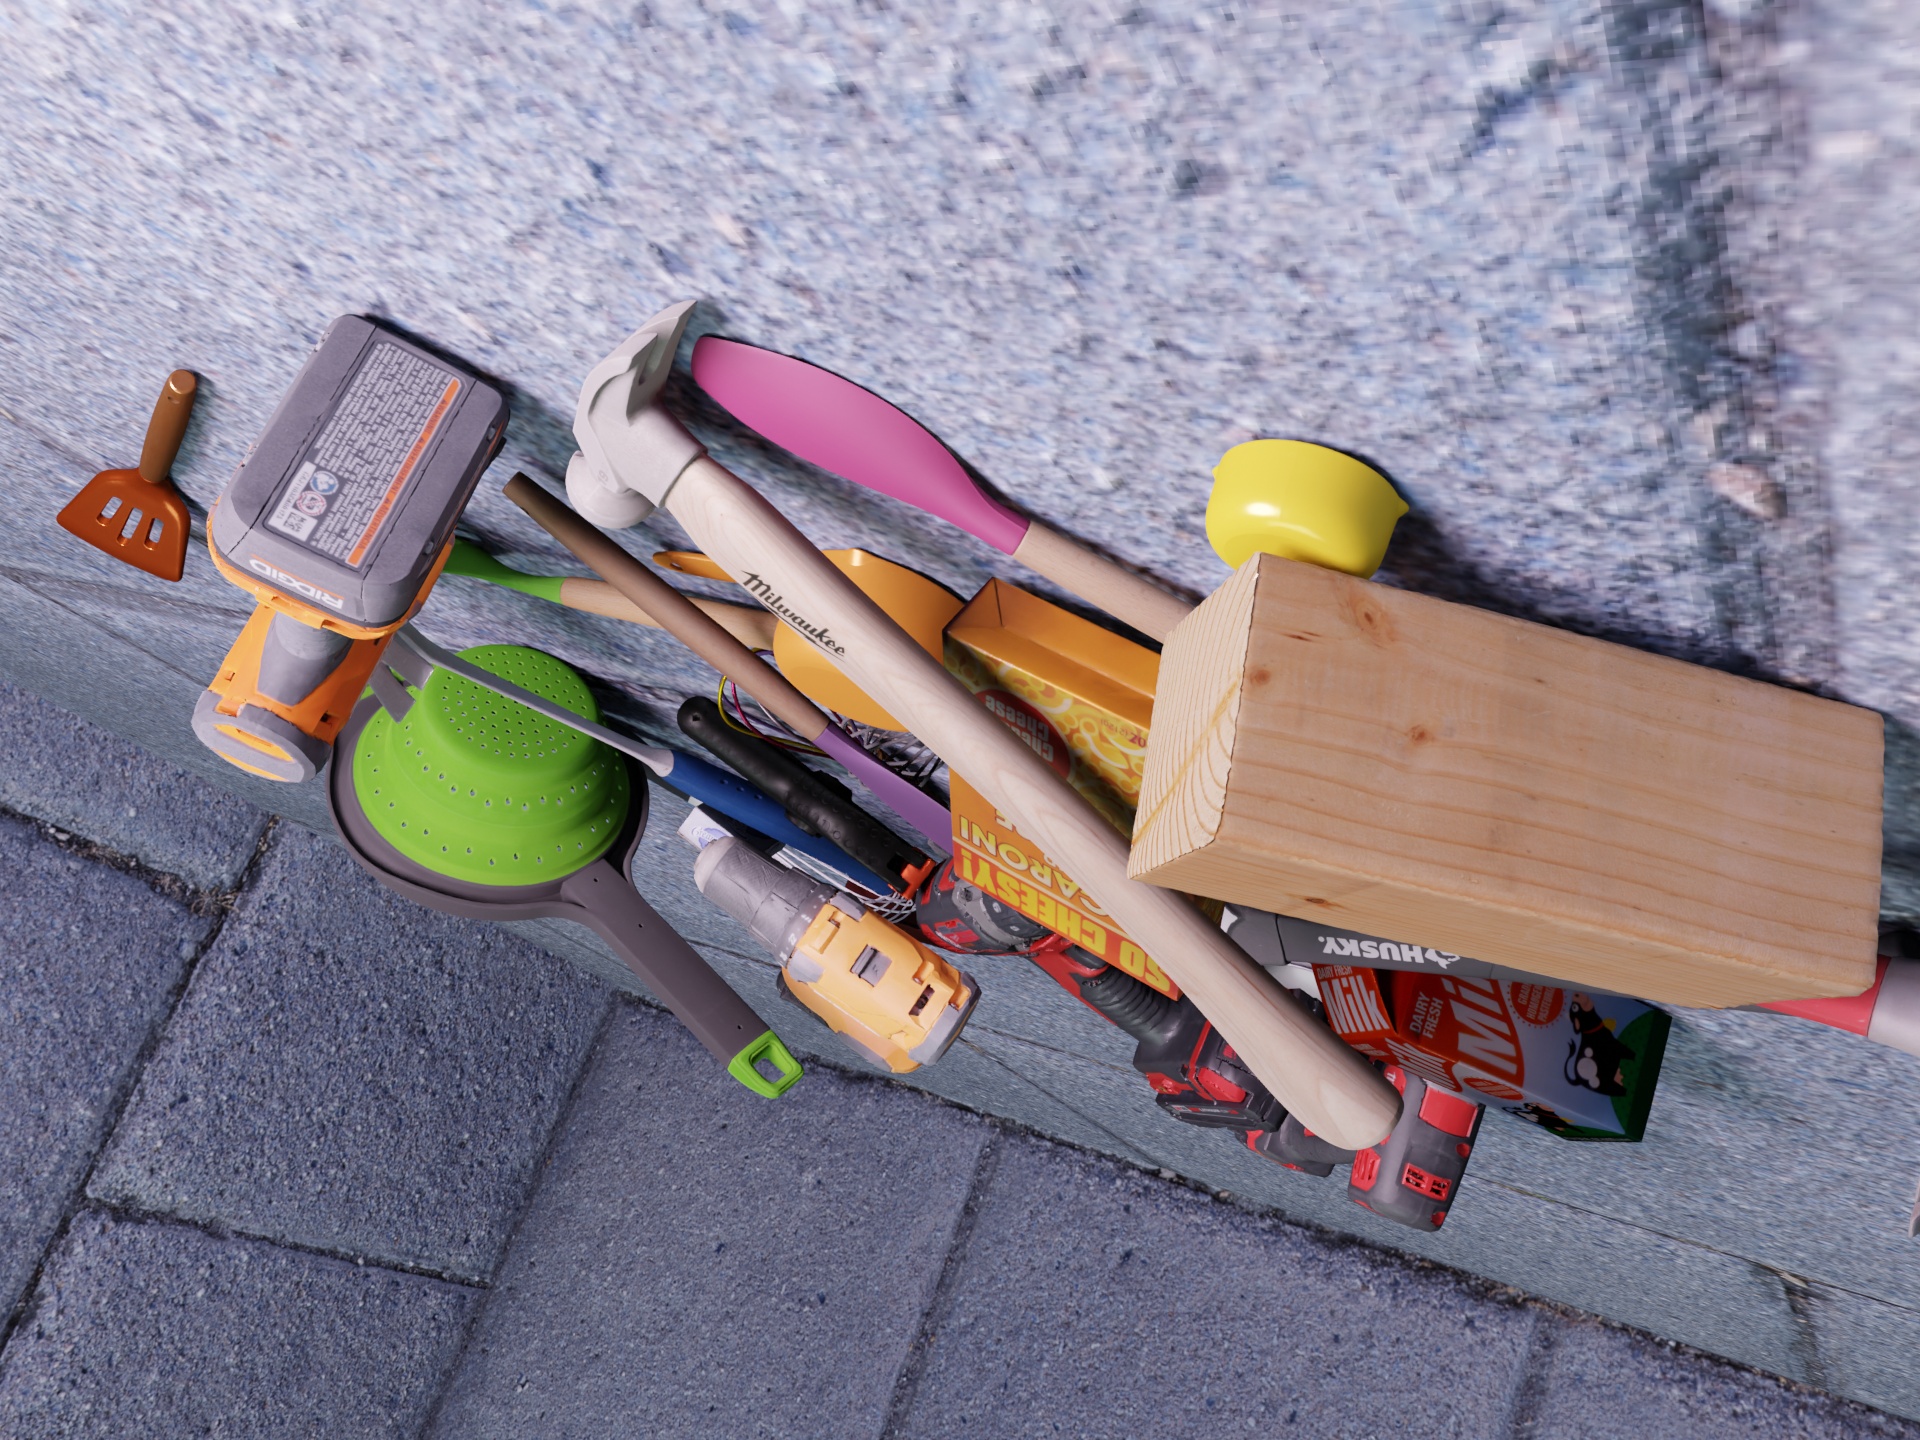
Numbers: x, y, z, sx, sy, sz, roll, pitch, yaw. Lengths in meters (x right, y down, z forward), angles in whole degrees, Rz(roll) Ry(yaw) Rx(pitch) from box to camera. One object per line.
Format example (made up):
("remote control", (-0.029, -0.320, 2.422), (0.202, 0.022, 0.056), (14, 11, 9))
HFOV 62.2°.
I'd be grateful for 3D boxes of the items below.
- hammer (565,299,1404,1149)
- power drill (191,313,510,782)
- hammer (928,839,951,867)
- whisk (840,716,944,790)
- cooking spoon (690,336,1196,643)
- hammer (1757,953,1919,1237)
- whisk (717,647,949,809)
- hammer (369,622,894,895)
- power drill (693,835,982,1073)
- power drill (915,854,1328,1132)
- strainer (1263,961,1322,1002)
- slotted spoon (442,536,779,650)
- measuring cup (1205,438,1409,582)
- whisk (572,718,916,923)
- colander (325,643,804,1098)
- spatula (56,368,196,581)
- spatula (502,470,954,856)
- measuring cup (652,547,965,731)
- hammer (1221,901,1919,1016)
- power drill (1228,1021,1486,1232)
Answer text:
("hammer", (0.018, 0.016, 0.596), (0.410, 0.038, 0.146), (43, 158, -6))
("power drill", (-0.270, -0.079, 0.706), (0.084, 0.164, 0.226), (27, 150, -16))
("hammer", (0.043, 0.076, 0.962), (0.128, 0.033, 0.331), (20, 163, 2))
("whisk", (-0.001, -0.001, 0.763), (0.055, 0.055, 0.239), (28, 158, -19))
("cooking spoon", (0.044, -0.054, 0.580), (0.319, 0.017, 0.068), (28, 162, -7))
("hammer", (0.196, 0.074, 0.636), (0.386, 0.143, 0.038), (15, 134, 35))
("whisk", (-0.067, 0.017, 0.902), (0.051, 0.047, 0.244), (10, 163, 29))
("hammer", (-0.187, 0.025, 0.962), (0.405, 0.035, 0.144), (30, -170, -37))
("power drill", (-0.078, 0.149, 1.009), (0.185, 0.084, 0.226), (33, 168, 6))
("power drill", (0.094, 0.139, 0.889), (0.226, 0.080, 0.188), (35, 159, -12))
("strainer", (0.155, 0.149, 0.992), (0.258, 0.050, 0.086), (8, 153, 22))
("slotted spoon", (-0.177, -0.062, 0.813), (0.314, 0.031, 0.070), (12, -167, 19))
("measuring cup", (0.115, -0.040, 0.530), (0.062, 0.029, 0.156), (15, 161, 21))
("whisk", (-0.155, 0.068, 1.143), (0.284, 0.070, 0.070), (28, 162, -3))
("colander", (-0.234, 0.072, 0.996), (0.397, 0.204, 0.094), (42, 133, 14))
("spatula", (-0.460, -0.140, 0.902), (0.081, 0.041, 0.322), (31, 160, -24))
("spatula", (-0.085, -0.011, 0.757), (0.315, 0.018, 0.060), (40, 162, -16))
("measuring cup", (-0.076, -0.040, 0.720), (0.174, 0.052, 0.095), (13, 161, 23))
("hammer", (0.261, 0.112, 0.731), (0.335, 0.035, 0.146), (1, 119, 36))
("power drill", (0.261, 0.236, 1.024), (0.078, 0.143, 0.219), (23, 169, -9))
